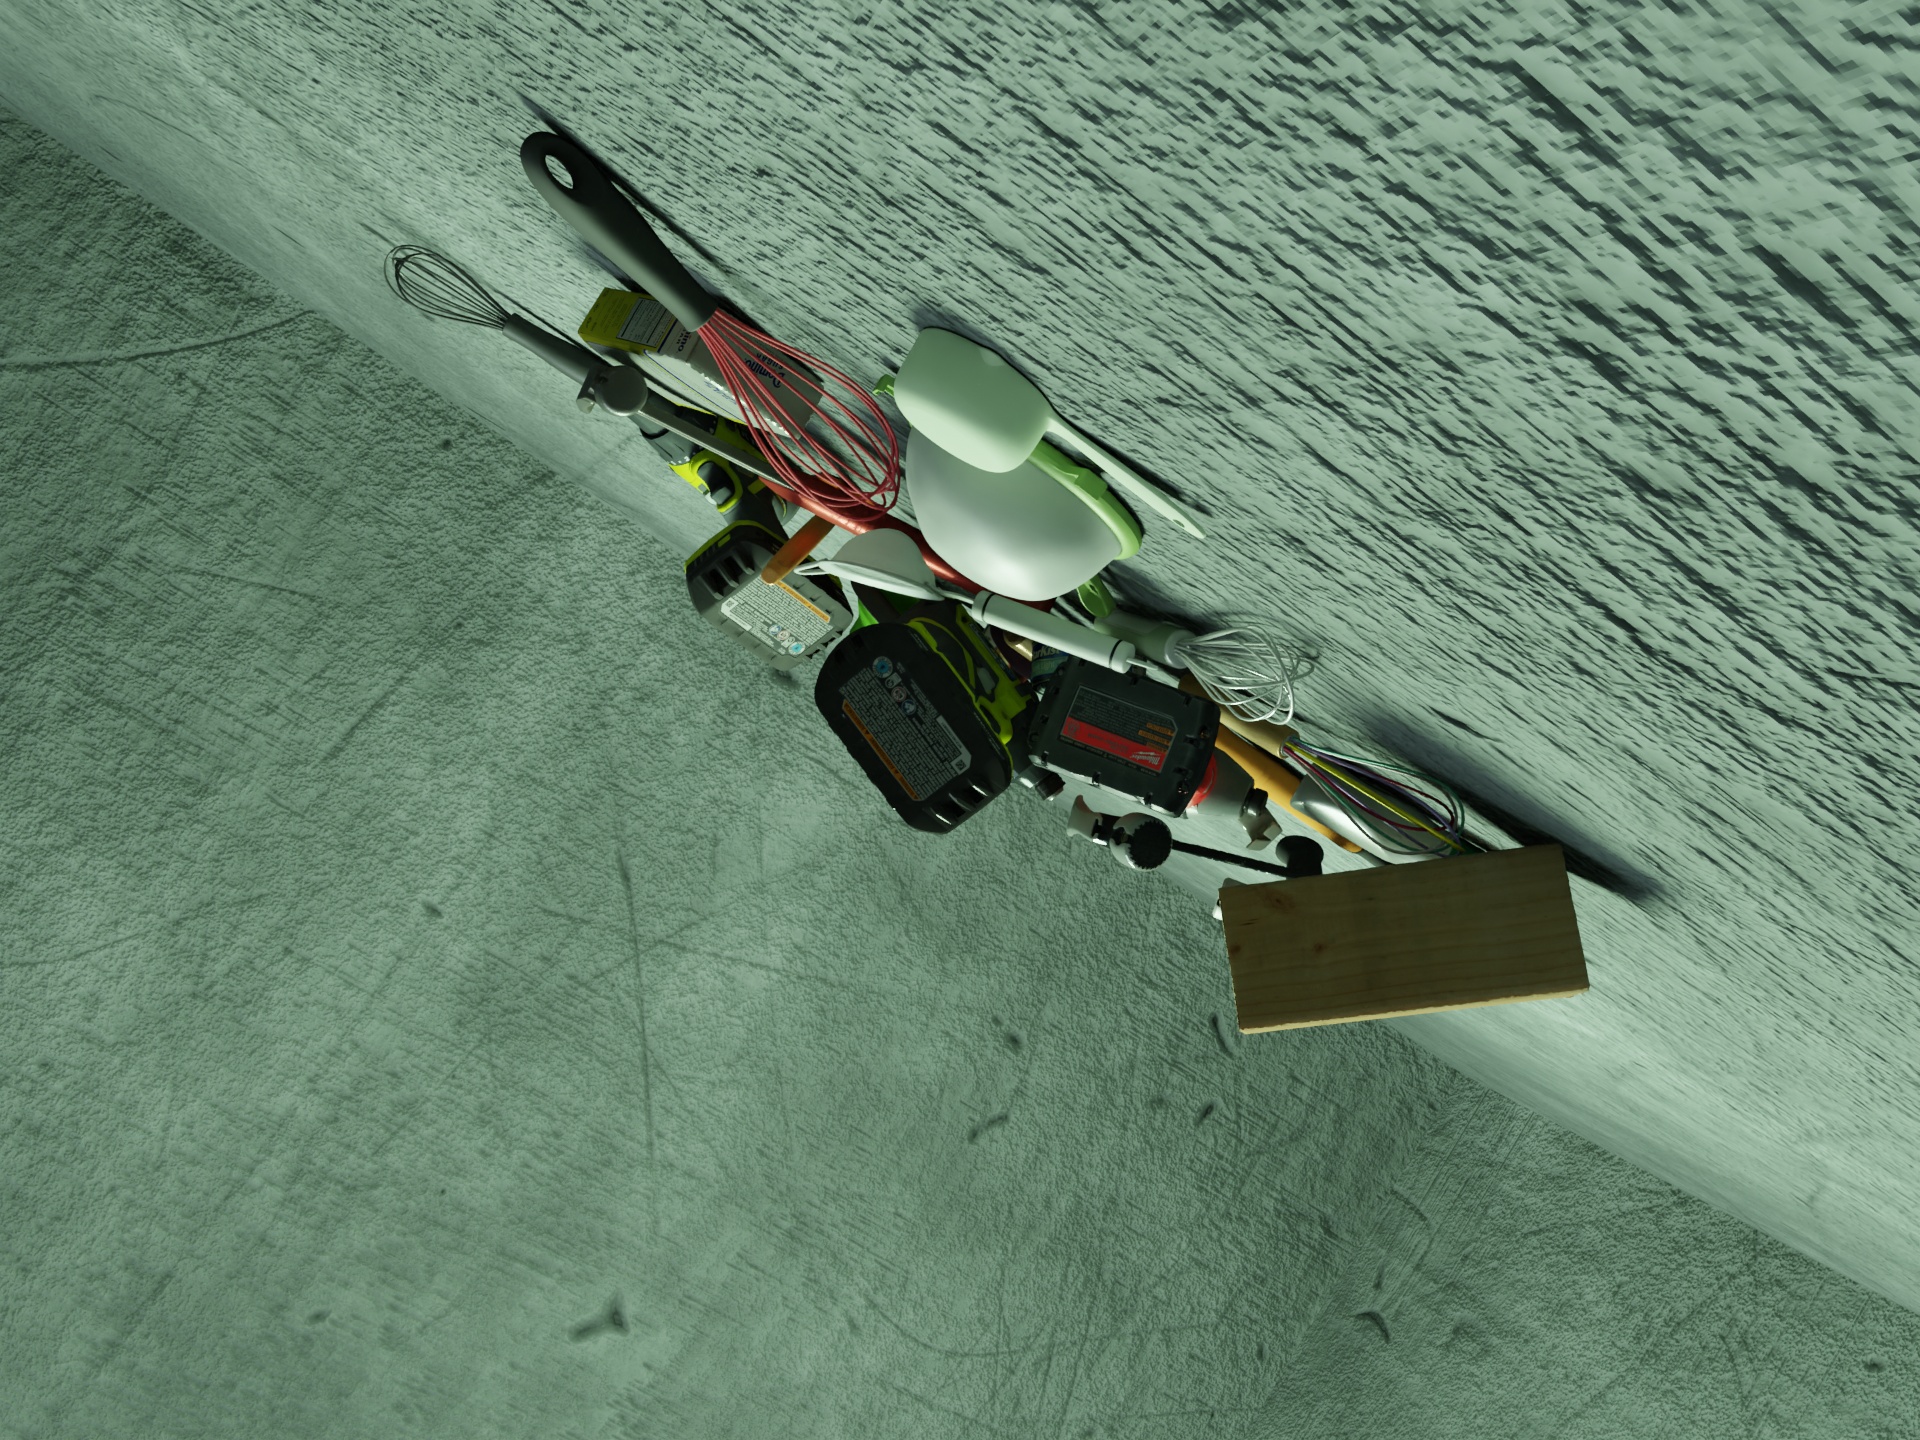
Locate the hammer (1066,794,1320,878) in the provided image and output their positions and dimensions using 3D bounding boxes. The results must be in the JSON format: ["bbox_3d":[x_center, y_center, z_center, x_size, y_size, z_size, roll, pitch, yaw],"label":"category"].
[{"bbox_3d":[0.262,0.118,1.149,0.408,0.036,0.149,15,180,-22],"label":"hammer"}]

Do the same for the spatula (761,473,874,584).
[{"bbox_3d":[-0.106,-0.142,1.193,0.081,0.041,0.323,33,-159,-4],"label":"spatula"}]

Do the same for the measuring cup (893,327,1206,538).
[{"bbox_3d":[0.040,-0.124,0.759,0.167,0.038,0.083,35,176,-1],"label":"measuring cup"}]

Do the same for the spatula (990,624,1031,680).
[{"bbox_3d":[0.125,-0.021,1.331,0.018,0.060,0.315,-6,154,42],"label":"spatula"}]

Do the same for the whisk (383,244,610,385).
[{"bbox_3d":[-0.402,-0.349,1.414,0.239,0.055,0.055,29,176,-6],"label":"whisk"}]

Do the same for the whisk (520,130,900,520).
[{"bbox_3d":[-0.131,-0.214,0.889,0.295,0.073,0.073,42,171,-36],"label":"whisk"}]

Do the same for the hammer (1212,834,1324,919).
[{"bbox_3d":[0.291,0.140,1.320,0.146,0.035,0.335,19,-171,10],"label":"hammer"}]

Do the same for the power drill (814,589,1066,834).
[{"bbox_3d":[-0.002,-0.003,1.078,0.171,0.080,0.223,53,-164,3],"label":"power drill"}]

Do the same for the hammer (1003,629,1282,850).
[{"bbox_3d":[0.154,0.011,1.293,0.331,0.031,0.130,36,-167,-33],"label":"hammer"}]

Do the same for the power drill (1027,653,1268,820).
[{"bbox_3d":[0.136,0.026,1.107,0.143,0.078,0.219,21,177,19],"label":"power drill"}]

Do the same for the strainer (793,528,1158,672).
[{"bbox_3d":[0.010,-0.077,1.016,0.258,0.050,0.086,22,-179,22],"label":"strainer"}]

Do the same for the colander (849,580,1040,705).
[{"bbox_3d":[-0.051,-0.030,1.314,0.204,0.094,0.397,41,-166,2],"label":"colander"}]

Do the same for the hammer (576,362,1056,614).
[{"bbox_3d":[-0.092,-0.150,1.100,0.358,0.037,0.149,25,-179,-20],"label":"hammer"}]

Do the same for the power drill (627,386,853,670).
[{"bbox_3d":[-0.179,-0.164,1.234,0.190,0.080,0.229,37,-158,-48],"label":"power drill"}]

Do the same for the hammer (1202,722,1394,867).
[{"bbox_3d":[0.301,0.085,1.288,0.336,0.034,0.127,34,176,-22],"label":"hammer"}]

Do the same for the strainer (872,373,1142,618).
[{"bbox_3d":[0.037,-0.094,0.920,0.152,0.069,0.256,30,174,27],"label":"strainer"}]

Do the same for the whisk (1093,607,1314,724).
[{"bbox_3d":[0.140,-0.043,0.980,0.246,0.058,0.059,30,142,67],"label":"whisk"}]

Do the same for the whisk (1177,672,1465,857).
[{"bbox_3d":[0.232,0.023,1.049,0.047,0.051,0.245,-9,-149,-38],"label":"whisk"}]

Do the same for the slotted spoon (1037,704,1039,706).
[{"bbox_3d":[0.056,-0.003,1.295,0.070,0.031,0.313,-18,170,31],"label":"slotted spoon"}]
